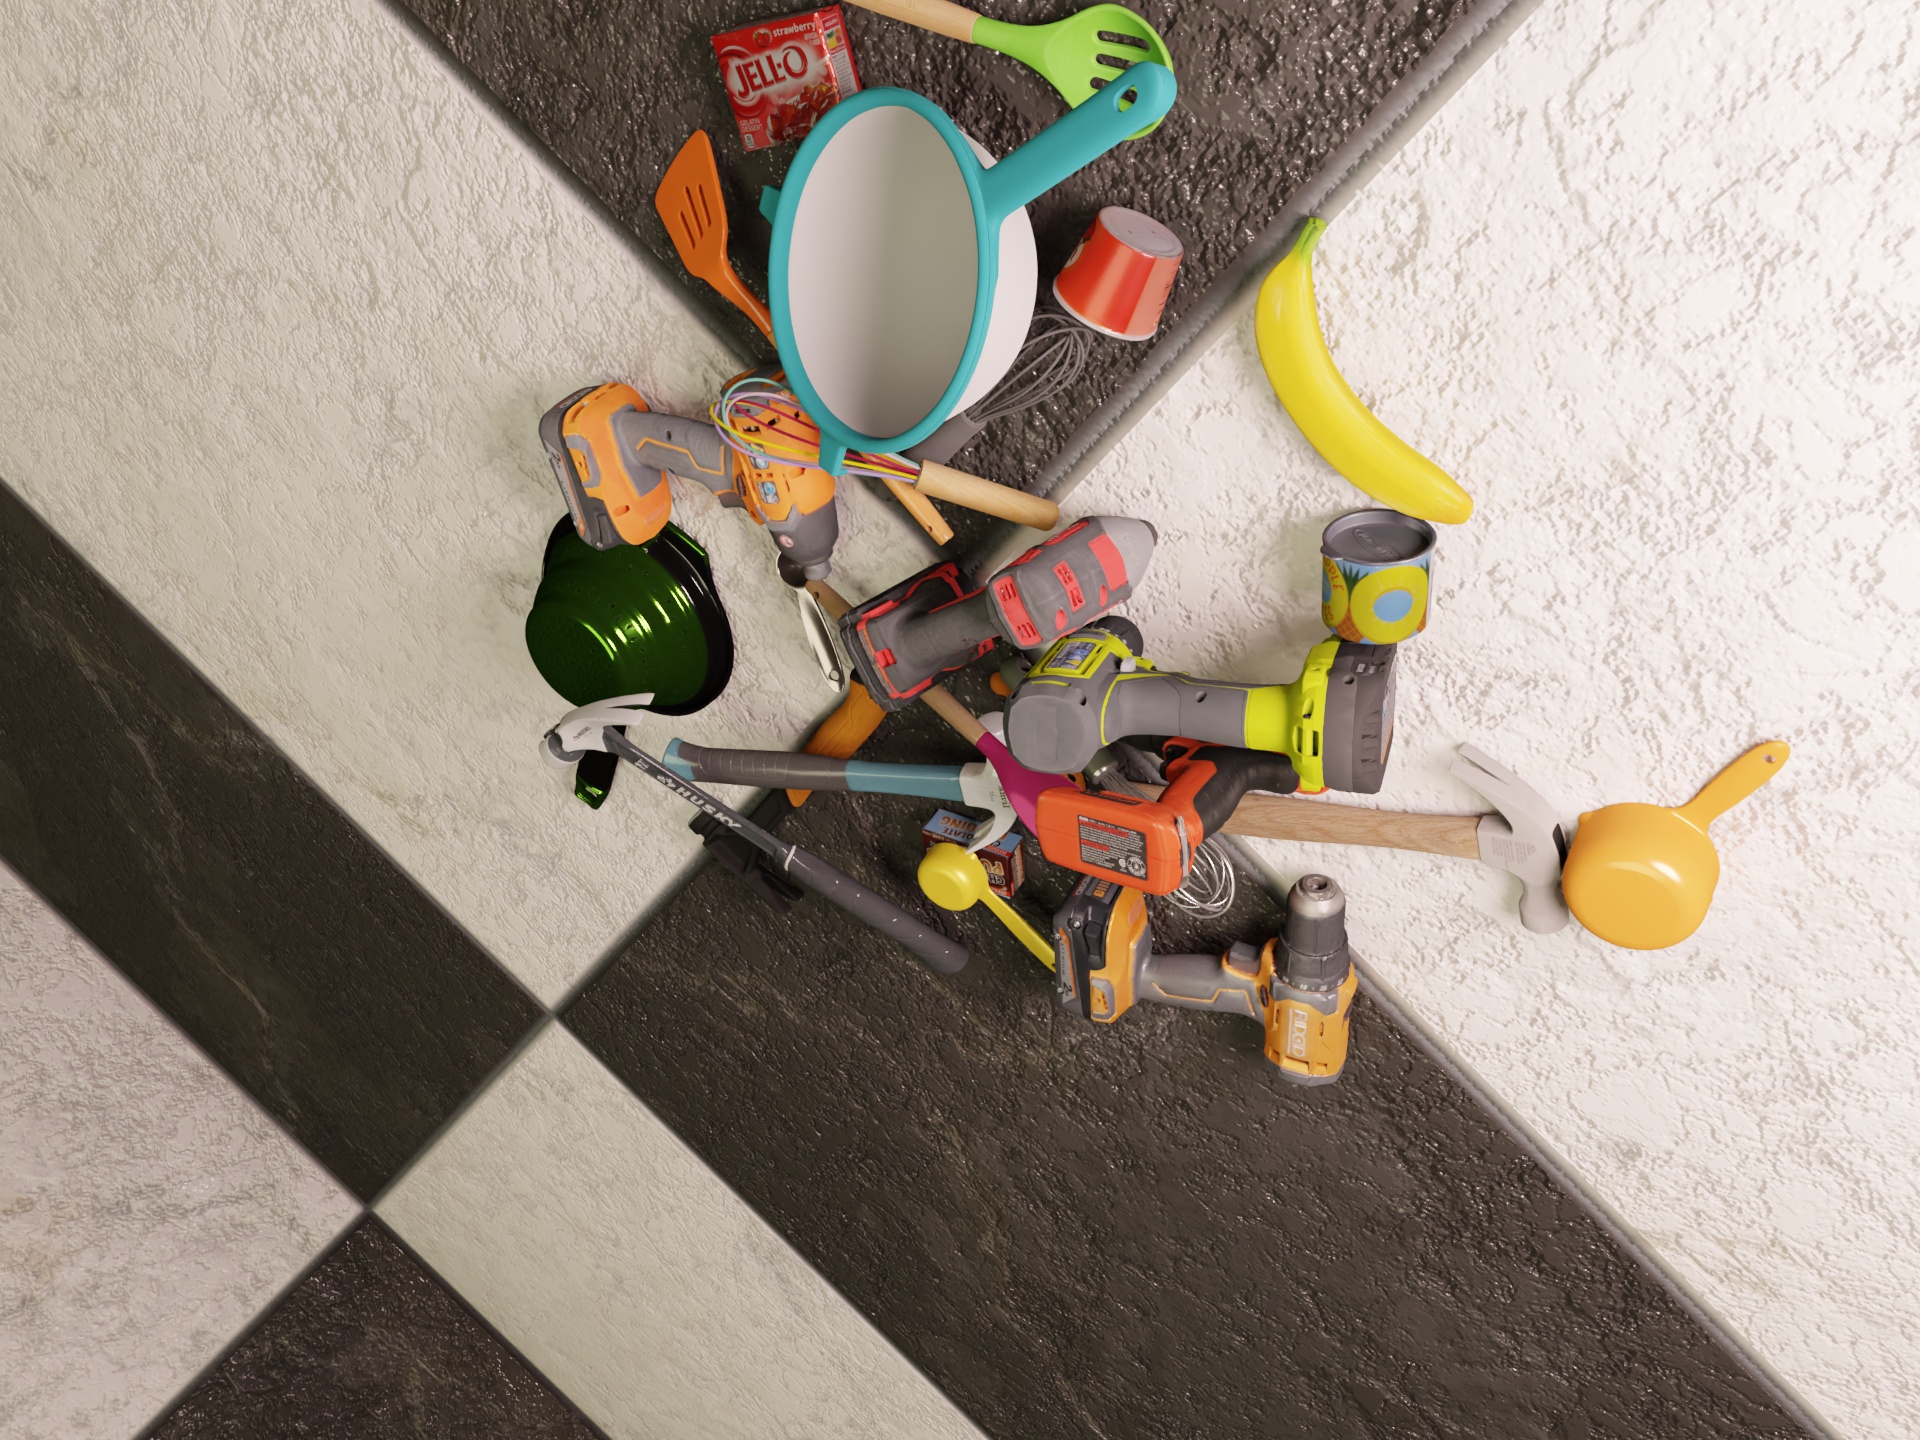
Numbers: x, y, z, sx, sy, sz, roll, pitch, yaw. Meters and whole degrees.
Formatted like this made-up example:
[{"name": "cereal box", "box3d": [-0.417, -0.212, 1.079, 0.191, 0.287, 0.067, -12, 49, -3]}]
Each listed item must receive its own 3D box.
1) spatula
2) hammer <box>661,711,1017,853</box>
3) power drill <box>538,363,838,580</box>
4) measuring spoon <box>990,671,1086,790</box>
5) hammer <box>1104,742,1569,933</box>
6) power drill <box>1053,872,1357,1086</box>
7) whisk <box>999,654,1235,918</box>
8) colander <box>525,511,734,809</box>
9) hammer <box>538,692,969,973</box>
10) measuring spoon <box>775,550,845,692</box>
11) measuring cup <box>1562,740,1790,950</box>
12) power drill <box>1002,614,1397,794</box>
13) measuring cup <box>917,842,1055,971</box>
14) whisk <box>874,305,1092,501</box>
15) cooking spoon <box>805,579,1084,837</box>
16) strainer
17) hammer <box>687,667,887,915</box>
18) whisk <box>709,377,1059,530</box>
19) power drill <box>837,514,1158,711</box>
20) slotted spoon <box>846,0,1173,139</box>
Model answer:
[{"name": "spatula", "box3d": [-0.106, -0.254, 1.096, 0.322, 0.041, 0.081, 51, 139, -4]}, {"name": "hammer", "box3d": [-0.101, 0.043, 1.299, 0.331, 0.033, 0.128, 3, 130, 23]}, {"name": "power drill", "box3d": [-0.196, -0.181, 1.208, 0.226, 0.084, 0.164, 4, 126, 30]}, {"name": "measuring spoon", "box3d": [0.059, 0.011, 1.220, 0.021, 0.011, 0.117, -26, 105, 46]}, {"name": "hammer", "box3d": [0.249, 0.069, 1.110, 0.331, 0.031, 0.130, 5, 126, 34]}, {"name": "power drill", "box3d": [0.188, 0.174, 1.208, 0.226, 0.084, 0.185, 13, 130, 23]}, {"name": "whisk", "box3d": [0.110, 0.044, 1.151, 0.246, 0.058, 0.059, 50, 128, 18]}, {"name": "colander", "box3d": [-0.327, -0.023, 1.419, 0.204, 0.094, 0.396, 35, 137, 8]}, {"name": "hammer", "box3d": [-0.155, 0.104, 1.345, 0.408, 0.036, 0.149, 35, 146, -21]}, {"name": "measuring spoon", "box3d": [-0.113, -0.081, 1.257, 0.034, 0.018, 0.124, -10, 107, 27]}, {"name": "measuring cup", "box3d": [0.435, 0.076, 0.961, 0.095, 0.052, 0.173, 36, 139, 8]}, {"name": "power drill", "box3d": [0.158, -0.020, 1.016, 0.228, 0.190, 0.080, 4, 112, 19]}, {"name": "measuring cup", "box3d": [0.028, 0.164, 1.306, 0.156, 0.029, 0.062, 43, 139, 0]}, {"name": "whisk", "box3d": [0.006, -0.204, 1.064, 0.055, 0.055, 0.239, 49, 141, -7]}, {"name": "cooking spoon", "box3d": [-0.002, -0.004, 1.188, 0.319, 0.017, 0.068, 42, 135, 14]}, {"name": "strainer", "box3d": [0.018, -0.284, 0.927, 0.340, 0.095, 0.211, -18, 84, 48]}, {"name": "hammer", "box3d": [-0.130, 0.054, 1.379, 0.127, 0.034, 0.336, 44, 138, 0]}, {"name": "whisk", "box3d": [-0.049, -0.175, 1.067, 0.245, 0.047, 0.051, 16, 95, -13]}, {"name": "power drill", "box3d": [0.030, -0.081, 1.083, 0.220, 0.143, 0.078, -17, 103, 50]}, {"name": "slotted spoon", "box3d": [-0.011, -0.411, 0.924, 0.314, 0.031, 0.070, 27, 135, 19]}]
